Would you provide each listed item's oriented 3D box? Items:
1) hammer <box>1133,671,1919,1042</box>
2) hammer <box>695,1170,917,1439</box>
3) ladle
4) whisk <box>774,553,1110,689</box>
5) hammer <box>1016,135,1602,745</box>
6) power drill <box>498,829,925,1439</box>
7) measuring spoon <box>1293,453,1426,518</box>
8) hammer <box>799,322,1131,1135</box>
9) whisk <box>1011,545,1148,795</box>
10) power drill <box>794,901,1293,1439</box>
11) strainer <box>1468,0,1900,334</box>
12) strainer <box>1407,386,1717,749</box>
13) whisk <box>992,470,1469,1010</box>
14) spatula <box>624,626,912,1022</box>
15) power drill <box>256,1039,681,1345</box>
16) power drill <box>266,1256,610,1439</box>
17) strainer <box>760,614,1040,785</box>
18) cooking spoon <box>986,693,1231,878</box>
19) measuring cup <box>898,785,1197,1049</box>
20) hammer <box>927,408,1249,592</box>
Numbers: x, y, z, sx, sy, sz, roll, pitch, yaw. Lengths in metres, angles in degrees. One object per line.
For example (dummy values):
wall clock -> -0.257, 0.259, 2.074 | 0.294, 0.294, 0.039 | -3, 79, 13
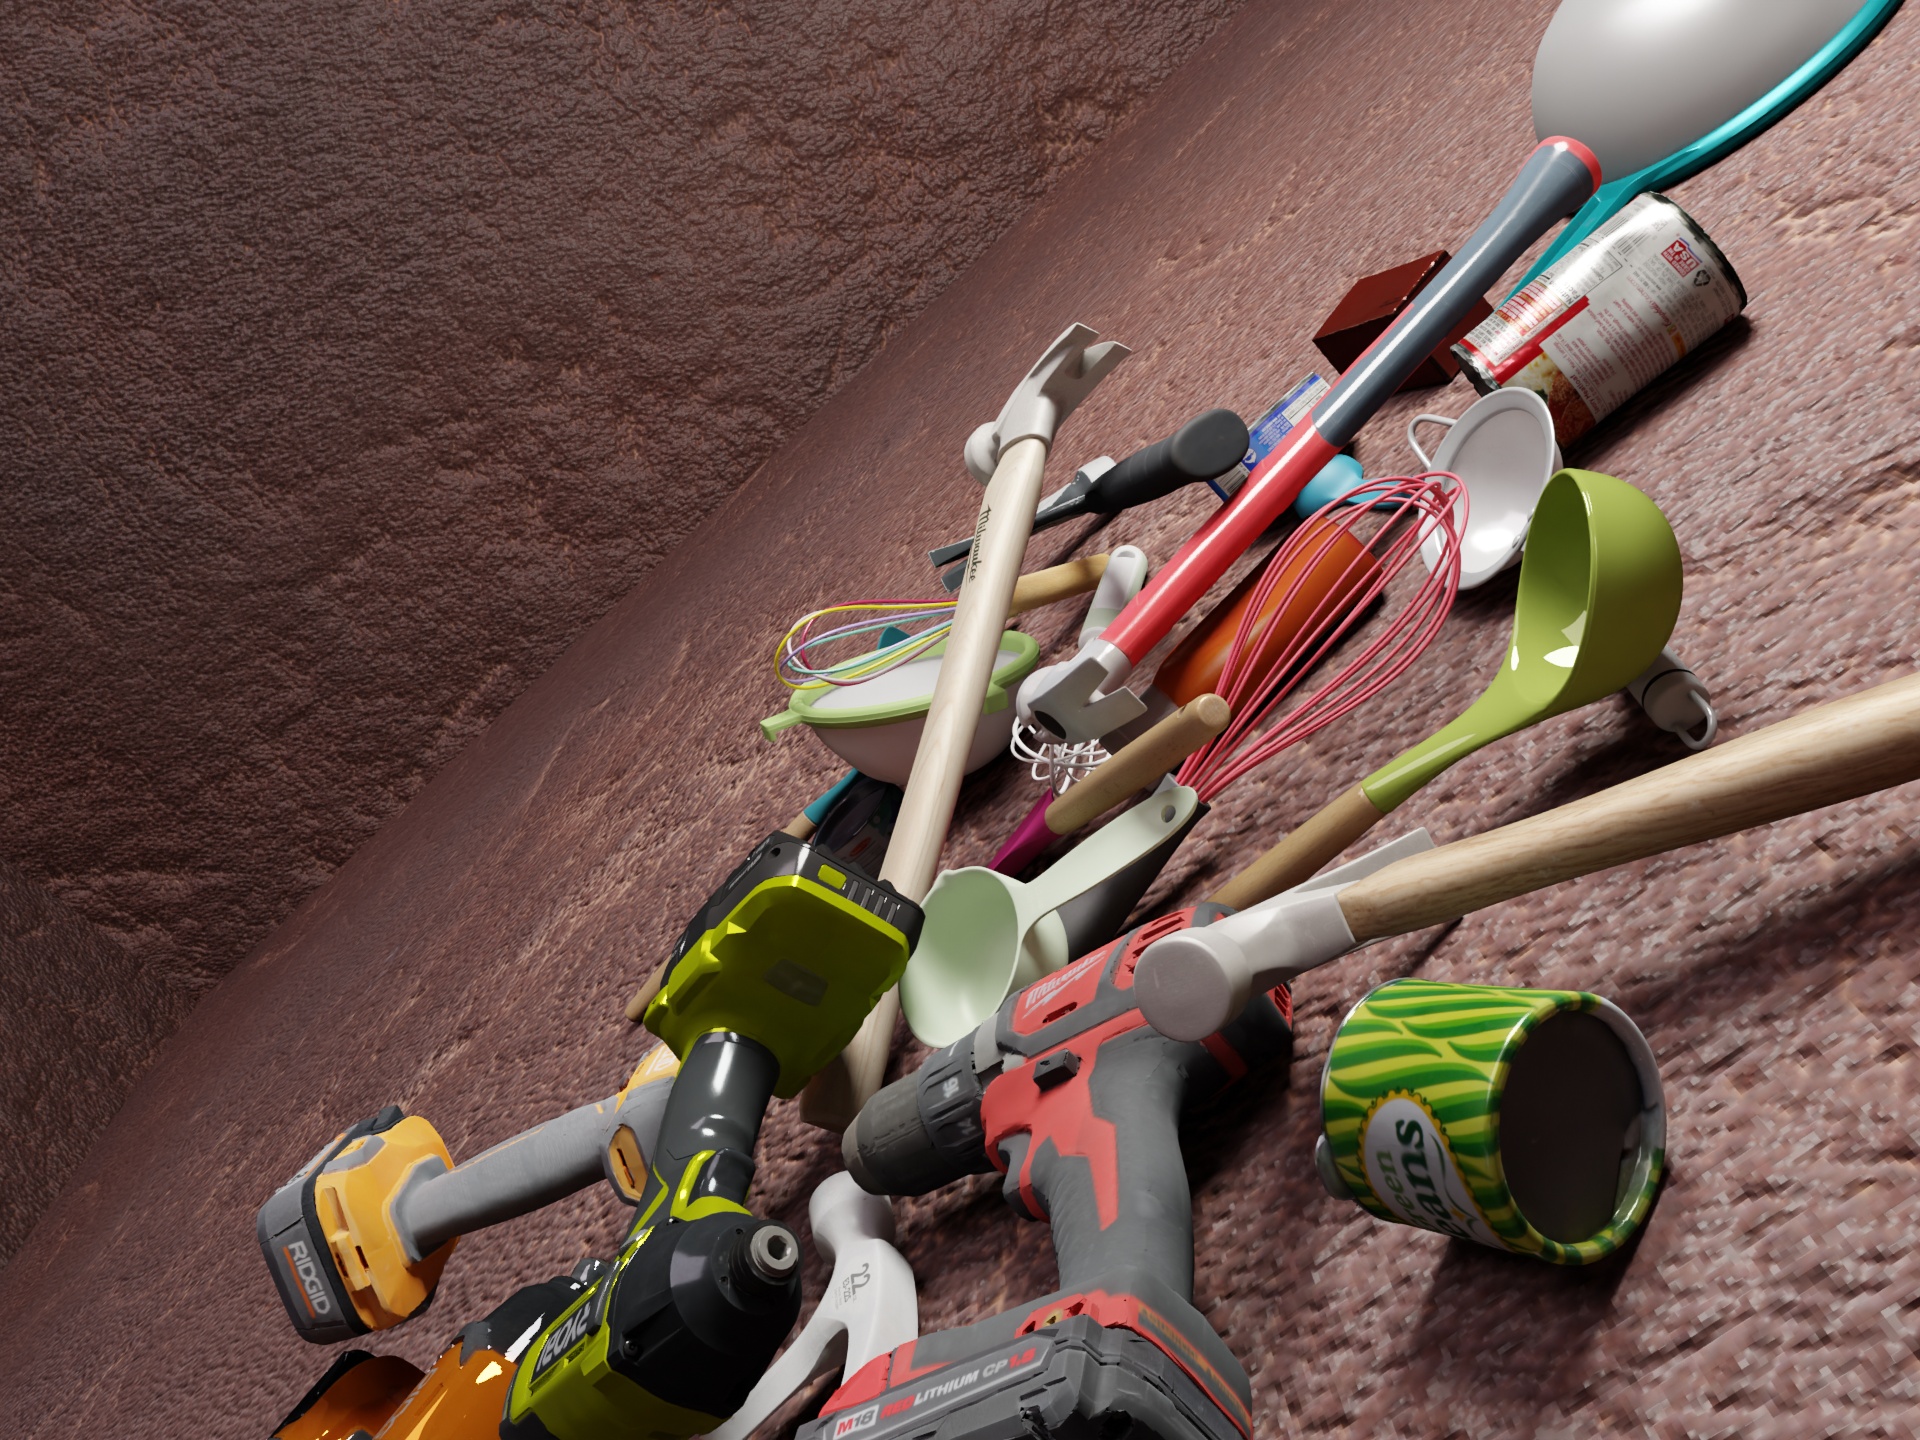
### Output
hammer -> 0.211, 0.016, 0.426 | 0.331, 0.031, 0.130 | -25, -9, 30
hammer -> -0.167, 0.346, 0.596 | 0.405, 0.035, 0.144 | -44, 18, 3
ladle -> 0.120, 0.036, 0.569 | 0.320, 0.062, 0.078 | -44, 18, 27
whisk -> -0.003, -0.065, 0.949 | 0.245, 0.047, 0.051 | -19, 15, -31
hammer -> 0.174, -0.137, 0.735 | 0.386, 0.038, 0.143 | -47, 3, -9
power drill -> -0.086, 0.157, 0.601 | 0.171, 0.080, 0.223 | -48, 18, 39
measuring spoon -> 0.205, -0.124, 0.818 | 0.042, 0.021, 0.129 | -47, 16, -4
hammer -> -0.001, -0.002, 0.781 | 0.146, 0.038, 0.411 | -37, 34, 63
whisk -> 0.076, -0.038, 0.885 | 0.058, 0.059, 0.246 | 4, 32, 14
power drill -> 0.017, 0.168, 0.514 | 0.188, 0.080, 0.227 | -32, 19, 27
strainer -> 0.349, -0.337, 0.847 | 0.340, 0.095, 0.211 | -49, 18, -15
strainer -> 0.228, -0.059, 0.604 | 0.259, 0.050, 0.086 | -94, 23, -59
whisk -> 0.108, 0.015, 0.663 | 0.296, 0.073, 0.073 | -52, 17, 9
spatula -> -0.120, 0.078, 1.057 | 0.317, 0.082, 0.044 | -47, 56, 6
power drill -> -0.206, 0.212, 0.799 | 0.226, 0.084, 0.185 | -20, 5, 1
power drill -> -0.239, 0.318, 0.694 | 0.226, 0.084, 0.164 | -36, 10, 45
strainer -> -0.004, -0.016, 0.986 | 0.151, 0.069, 0.256 | -7, 15, 22
cooking spoon -> 0.050, 0.038, 0.683 | 0.069, 0.017, 0.319 | -53, 1, -19
measuring cup -> 0.042, 0.078, 0.638 | 0.167, 0.038, 0.083 | -39, 44, 30
hammer -> 0.076, -0.129, 0.916 | 0.149, 0.036, 0.409 | -29, 6, -7
